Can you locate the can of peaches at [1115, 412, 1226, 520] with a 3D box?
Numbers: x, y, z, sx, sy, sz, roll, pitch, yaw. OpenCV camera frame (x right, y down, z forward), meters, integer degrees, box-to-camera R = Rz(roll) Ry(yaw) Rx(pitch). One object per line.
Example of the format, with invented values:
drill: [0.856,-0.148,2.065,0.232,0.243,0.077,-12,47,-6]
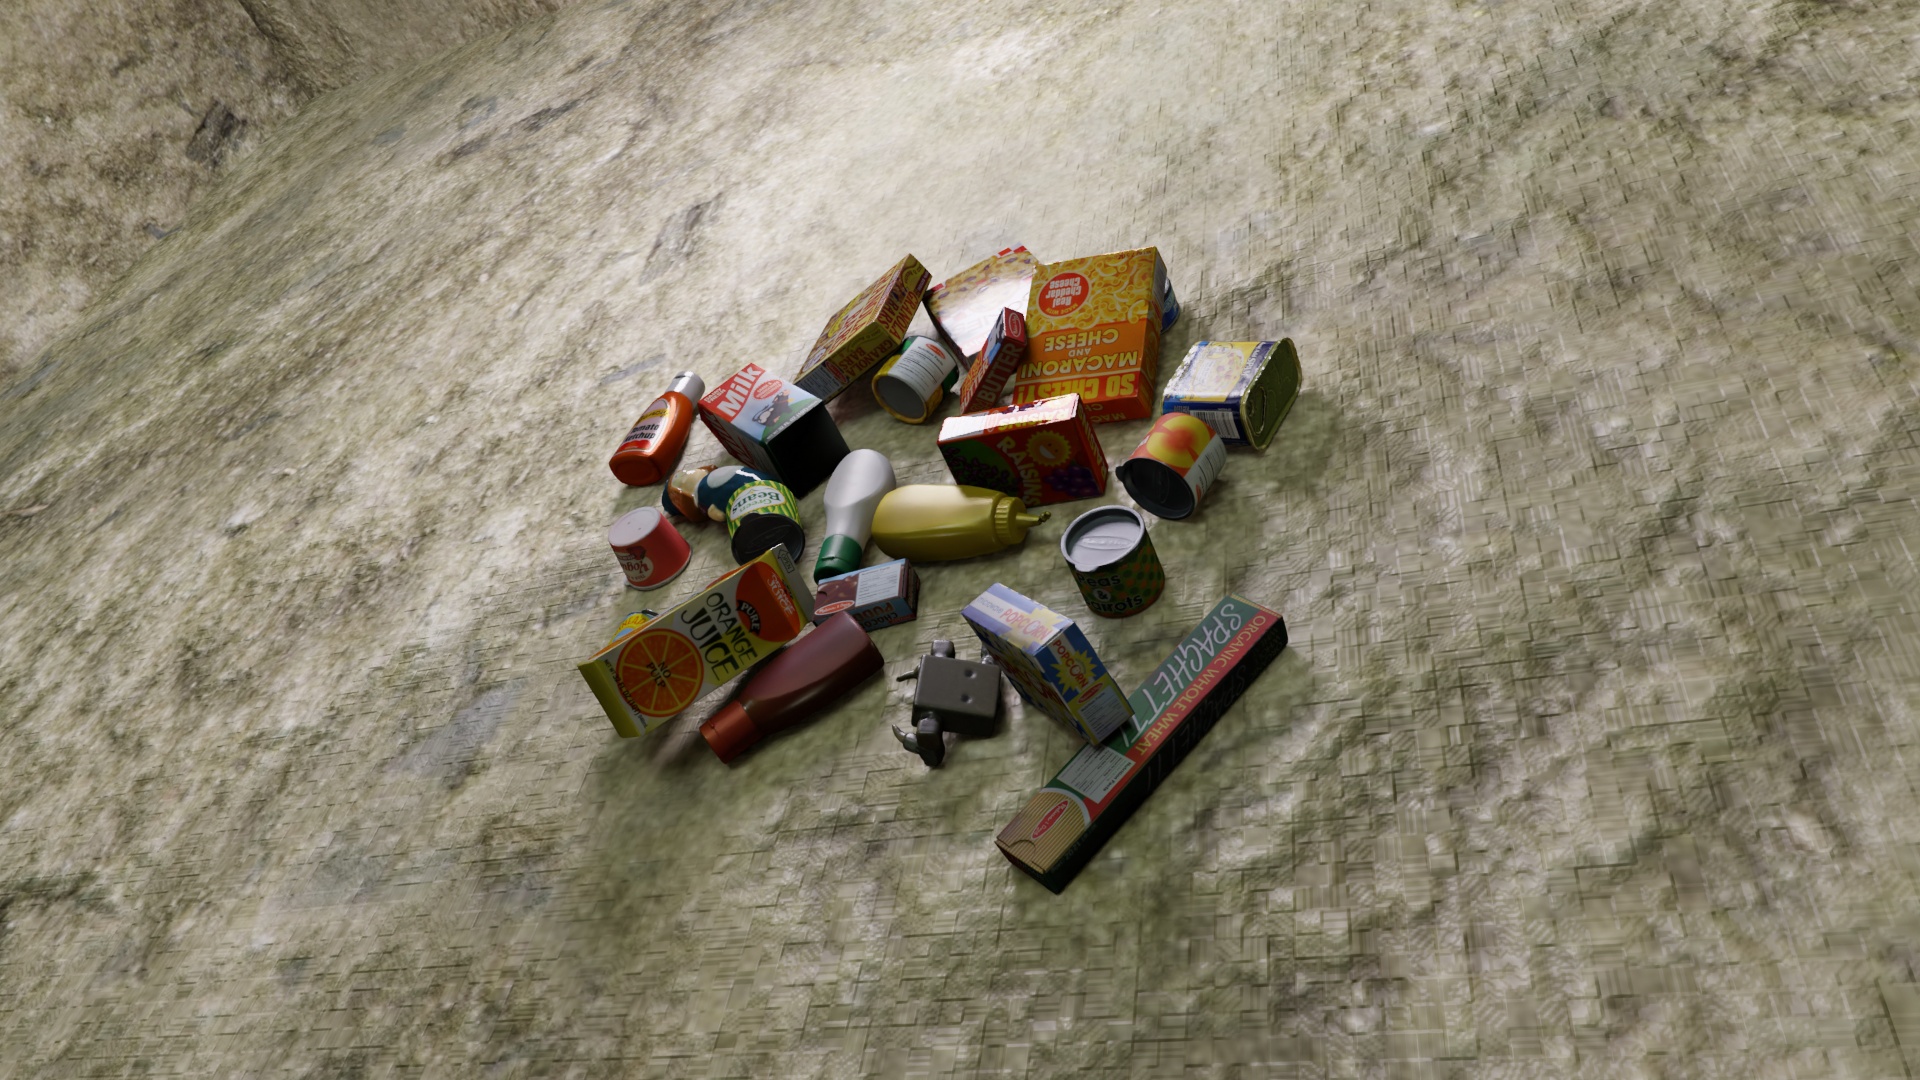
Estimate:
can of peaches: [0.168,-0.061,1.108,0.071,0.071,0.058,12,51,39]

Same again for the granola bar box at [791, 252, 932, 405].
granola bar box: [-0.099,-0.213,1.416,0.124,0.039,0.166,-33,22,30]

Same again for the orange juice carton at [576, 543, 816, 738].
orange juice carton: [-0.204,0.078,1.124,0.193,0.071,0.073,-33,7,-28]

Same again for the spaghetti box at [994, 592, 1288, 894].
spaghetti box: [0.127,0.132,0.939,0.251,0.028,0.050,-43,40,-20]

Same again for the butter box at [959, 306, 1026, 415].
butter box: [0.030,-0.161,1.292,0.024,0.103,0.053,19,38,-15]

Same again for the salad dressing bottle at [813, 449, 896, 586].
salad dressing bottle: [-0.097,-0.017,1.234,0.064,0.043,0.148,-8,42,20]

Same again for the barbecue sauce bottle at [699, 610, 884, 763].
barbecue sauce bottle: [-0.135,0.118,1.097,0.149,0.043,0.065,-35,38,-11]

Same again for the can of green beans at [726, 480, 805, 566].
can of green beans: [-0.177,-0.013,1.255,0.071,0.071,0.058,-25,37,2]

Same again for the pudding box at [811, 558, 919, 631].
pudding box: [-0.078,0.049,1.156,0.083,0.030,0.050,-15,40,15]

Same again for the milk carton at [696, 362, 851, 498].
milk carton: [-0.196,-0.118,1.384,0.072,0.073,0.191,-40,39,-17]

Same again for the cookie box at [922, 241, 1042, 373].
cookie box: [0.041,-0.231,1.407,0.123,0.040,0.168,-28,36,-2]

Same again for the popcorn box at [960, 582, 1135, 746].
popcorn box: [0.058,0.083,0.965,0.038,0.085,0.127,-39,22,-12]

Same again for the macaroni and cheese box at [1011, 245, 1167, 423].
macaroni and cheese box: [0.119,-0.183,1.267,0.123,0.040,0.167,-4,60,26]

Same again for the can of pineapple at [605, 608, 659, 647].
can of pineapple: [-0.269,0.101,1.173,0.071,0.070,0.058,0,45,30]

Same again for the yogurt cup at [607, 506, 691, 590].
yogurt cup: [-0.297,0.005,1.315,0.072,0.053,0.073,-16,39,13]

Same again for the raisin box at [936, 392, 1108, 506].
raisin box: [0.054,-0.072,1.174,0.123,0.085,0.040,-9,39,22]

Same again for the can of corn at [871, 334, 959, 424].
can of corn: [-0.044,-0.154,1.347,0.071,0.071,0.058,9,50,38]

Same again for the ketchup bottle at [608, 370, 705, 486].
ketchup bottle: [-0.317,-0.122,1.485,0.064,0.043,0.149,-5,42,26]

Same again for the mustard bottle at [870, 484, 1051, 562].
mustard bottle: [0.004,-0.015,1.166,0.160,0.048,0.065,0,52,29]

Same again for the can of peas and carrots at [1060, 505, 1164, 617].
can of peas and carrots: [0.116,0.018,1.055,0.071,0.058,0.071,-16,39,14]
